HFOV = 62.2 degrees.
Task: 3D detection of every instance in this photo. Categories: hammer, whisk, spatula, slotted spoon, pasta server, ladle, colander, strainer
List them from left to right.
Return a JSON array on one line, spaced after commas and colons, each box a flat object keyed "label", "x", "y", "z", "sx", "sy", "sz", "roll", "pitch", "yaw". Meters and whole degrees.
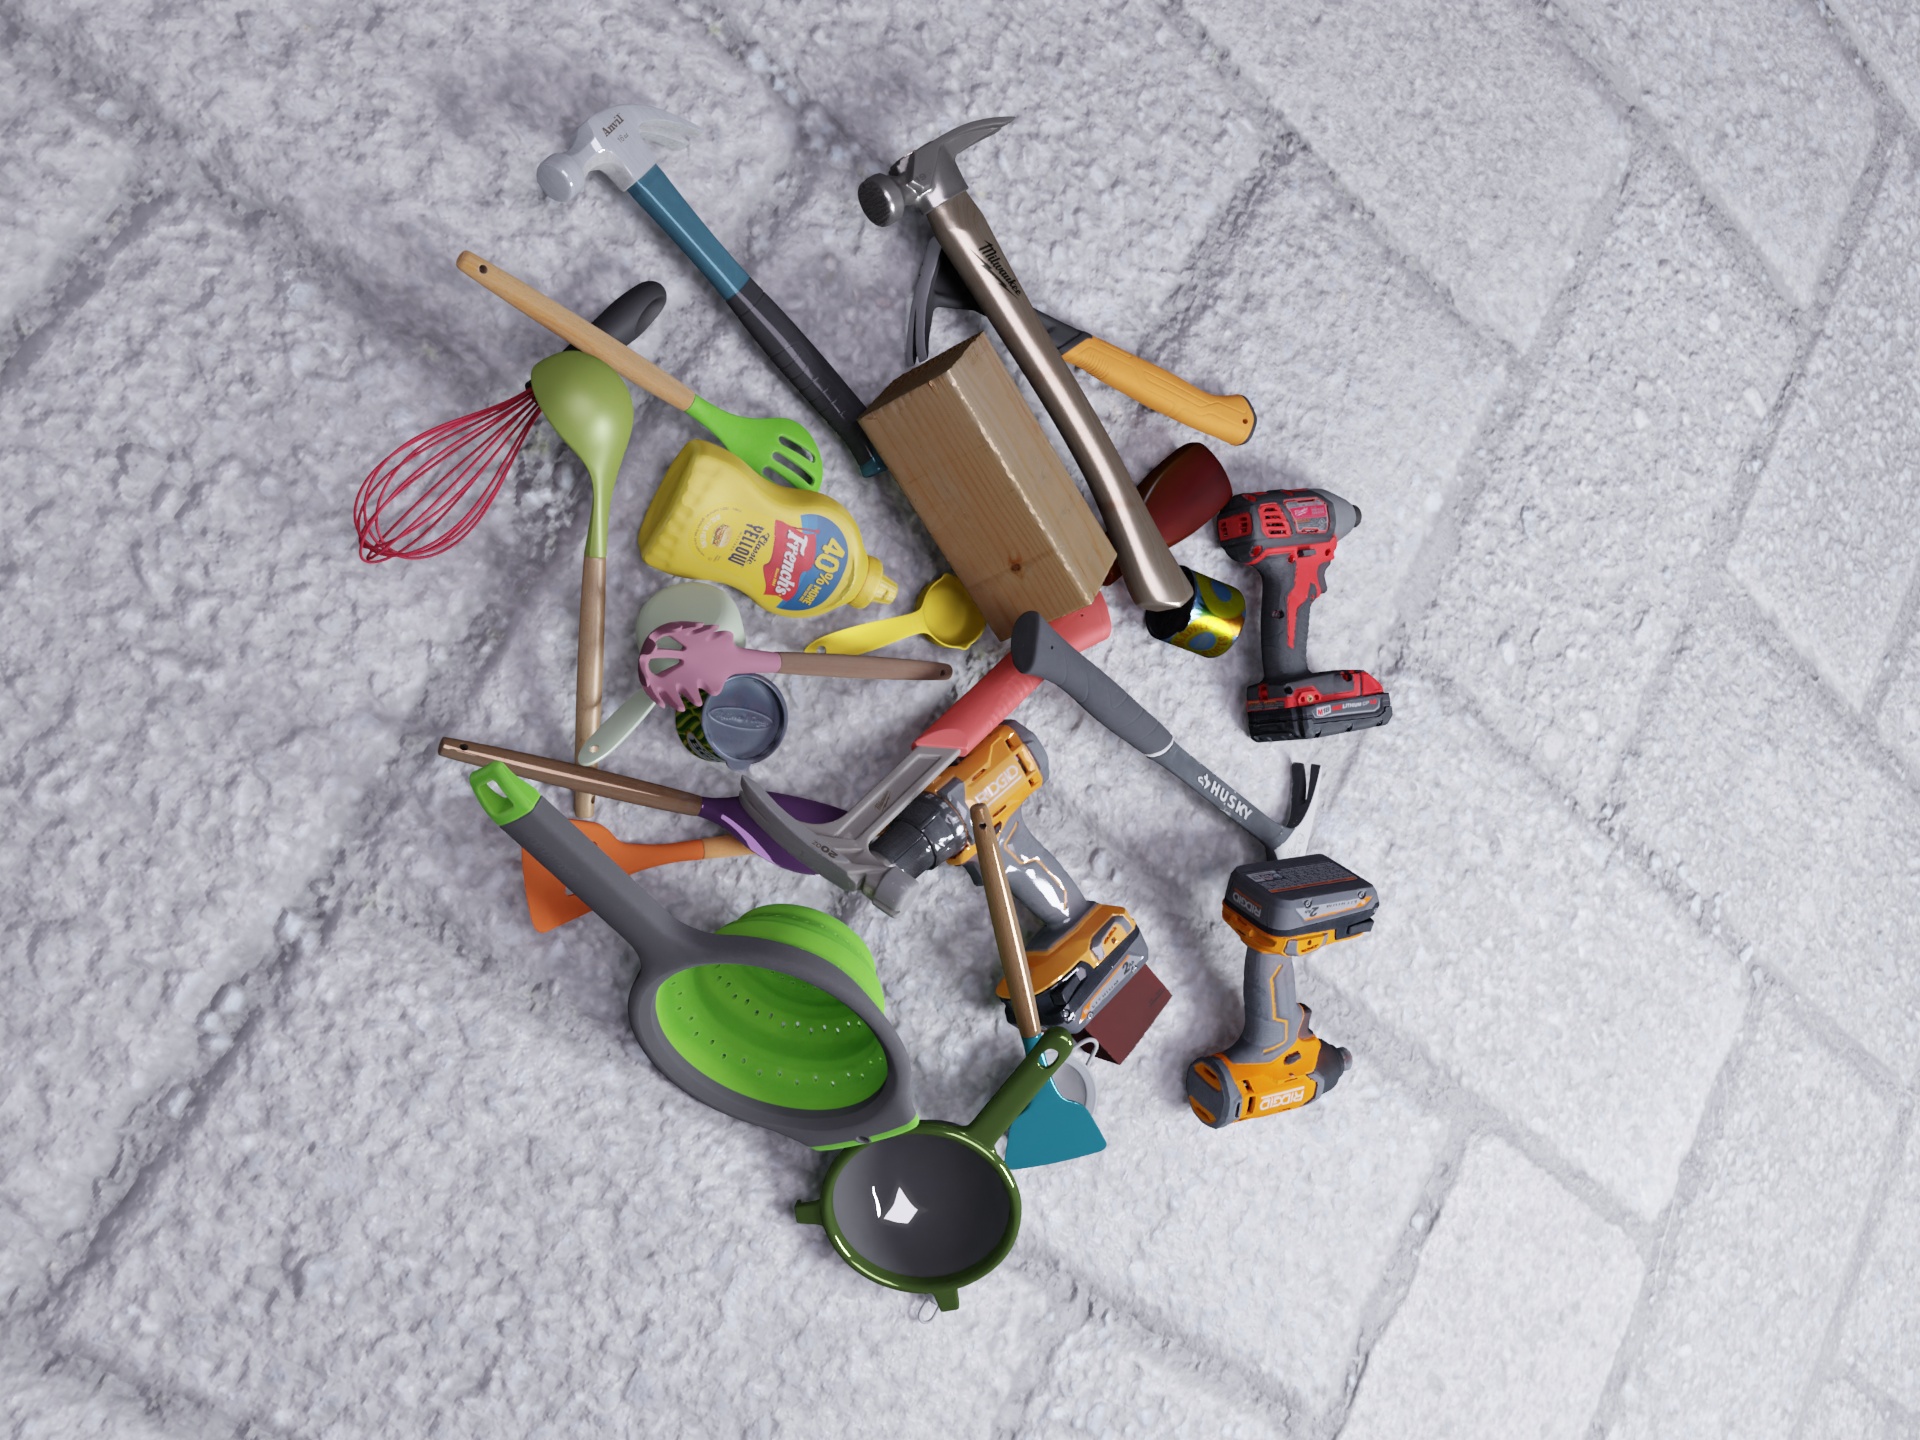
[{"label": "whisk", "x": -0.301, "y": -0.209, "z": 1.082, "sx": 0.073, "sy": 0.073, "sz": 0.296, "roll": 49, "pitch": 63, "yaw": -20}, {"label": "ladle", "x": -0.261, "y": -0.088, "z": 1.083, "sx": 0.062, "sy": 0.078, "sz": 0.320, "roll": 10, "pitch": 106, "yaw": 14}, {"label": "slotted spoon", "x": -0.211, "y": -0.234, "z": 1.110, "sx": 0.313, "sy": 0.031, "sz": 0.070, "roll": 29, "pitch": 80, "yaw": -37}, {"label": "spatula", "x": -0.208, "y": 0.057, "z": 1.119, "sx": 0.315, "sy": 0.018, "sz": 0.060, "roll": 17, "pitch": 59, "yaw": -28}, {"label": "colander", "x": -0.172, "y": 0.142, "z": 1.093, "sx": 0.396, "sy": 0.204, "sz": 0.095, "roll": 49, "pitch": 37, "yaw": -26}, {"label": "spatula", "x": -0.164, "y": 0.092, "z": 1.162, "sx": 0.322, "sy": 0.041, "sz": 0.081, "roll": -6, "pitch": 87, "yaw": -30}, {"label": "hammer", "x": -0.155, "y": -0.304, "z": 1.163, "sx": 0.330, "sy": 0.033, "sz": 0.128, "roll": 47, "pitch": 52, "yaw": -24}, {"label": "pasta server", "x": -0.108, "y": -0.038, "z": 1.140, "sx": 0.316, "sy": 0.040, "sz": 0.060, "roll": 1, "pitch": 107, "yaw": -49}, {"label": "hammer", "x": -0.002, "y": -0.004, "z": 1.214, "sx": 0.149, "sy": 0.036, "sz": 0.359, "roll": 35, "pitch": 51, "yaw": 15}, {"label": "strainer", "x": 0.002, "y": 0.313, "z": 1.194, "sx": 0.151, "sy": 0.069, "sz": 0.256, "roll": 34, "pitch": 106, "yaw": -9}, {"label": "strainer", "x": 0.033, "y": 0.362, "z": 1.270, "sx": 0.086, "sy": 0.050, "sz": 0.258, "roll": 35, "pitch": 79, "yaw": -22}, {"label": "spatula", "x": 0.044, "y": 0.206, "z": 1.188, "sx": 0.082, "sy": 0.044, "sz": 0.317, "roll": -12, "pitch": 106, "yaw": 1}, {"label": "hammer", "x": 0.080, "y": -0.271, "z": 1.261, "sx": 0.146, "sy": 0.038, "sz": 0.410, "roll": -39, "pitch": 106, "yaw": -26}, {"label": "hammer", "x": 0.110, "y": -0.295, "z": 1.321, "sx": 0.336, "sy": 0.034, "sz": 0.127, "roll": 19, "pitch": 80, "yaw": -28}, {"label": "hammer", "x": 0.176, "y": 0.025, "z": 1.304, "sx": 0.408, "sy": 0.036, "sz": 0.149, "roll": 36, "pitch": 69, "yaw": -38}]

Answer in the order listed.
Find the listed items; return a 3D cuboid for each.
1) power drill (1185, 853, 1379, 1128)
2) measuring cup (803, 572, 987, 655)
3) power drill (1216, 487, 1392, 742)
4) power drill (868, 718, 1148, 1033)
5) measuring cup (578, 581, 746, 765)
[{"label": "power drill", "x": 0.286, "y": 0.233, "z": 1.362, "sx": 0.164, "sy": 0.084, "sz": 0.226, "roll": -5, "pitch": 112, "yaw": -29}, {"label": "measuring cup", "x": -0.053, "y": -0.071, "z": 1.237, "sx": 0.156, "sy": 0.029, "sz": 0.062, "roll": -18, "pitch": 98, "yaw": -21}, {"label": "power drill", "x": 0.308, "y": -0.097, "z": 1.408, "sx": 0.143, "sy": 0.078, "sz": 0.219, "roll": -9, "pitch": 91, "yaw": -29}, {"label": "power drill", "x": 0.031, "y": 0.137, "z": 1.236, "sx": 0.185, "sy": 0.084, "sz": 0.226, "roll": -39, "pitch": 105, "yaw": -34}, {"label": "measuring cup", "x": -0.213, "y": -0.035, "z": 1.097, "sx": 0.168, "sy": 0.083, "sz": 0.038, "roll": -54, "pitch": 156, "yaw": -36}]
